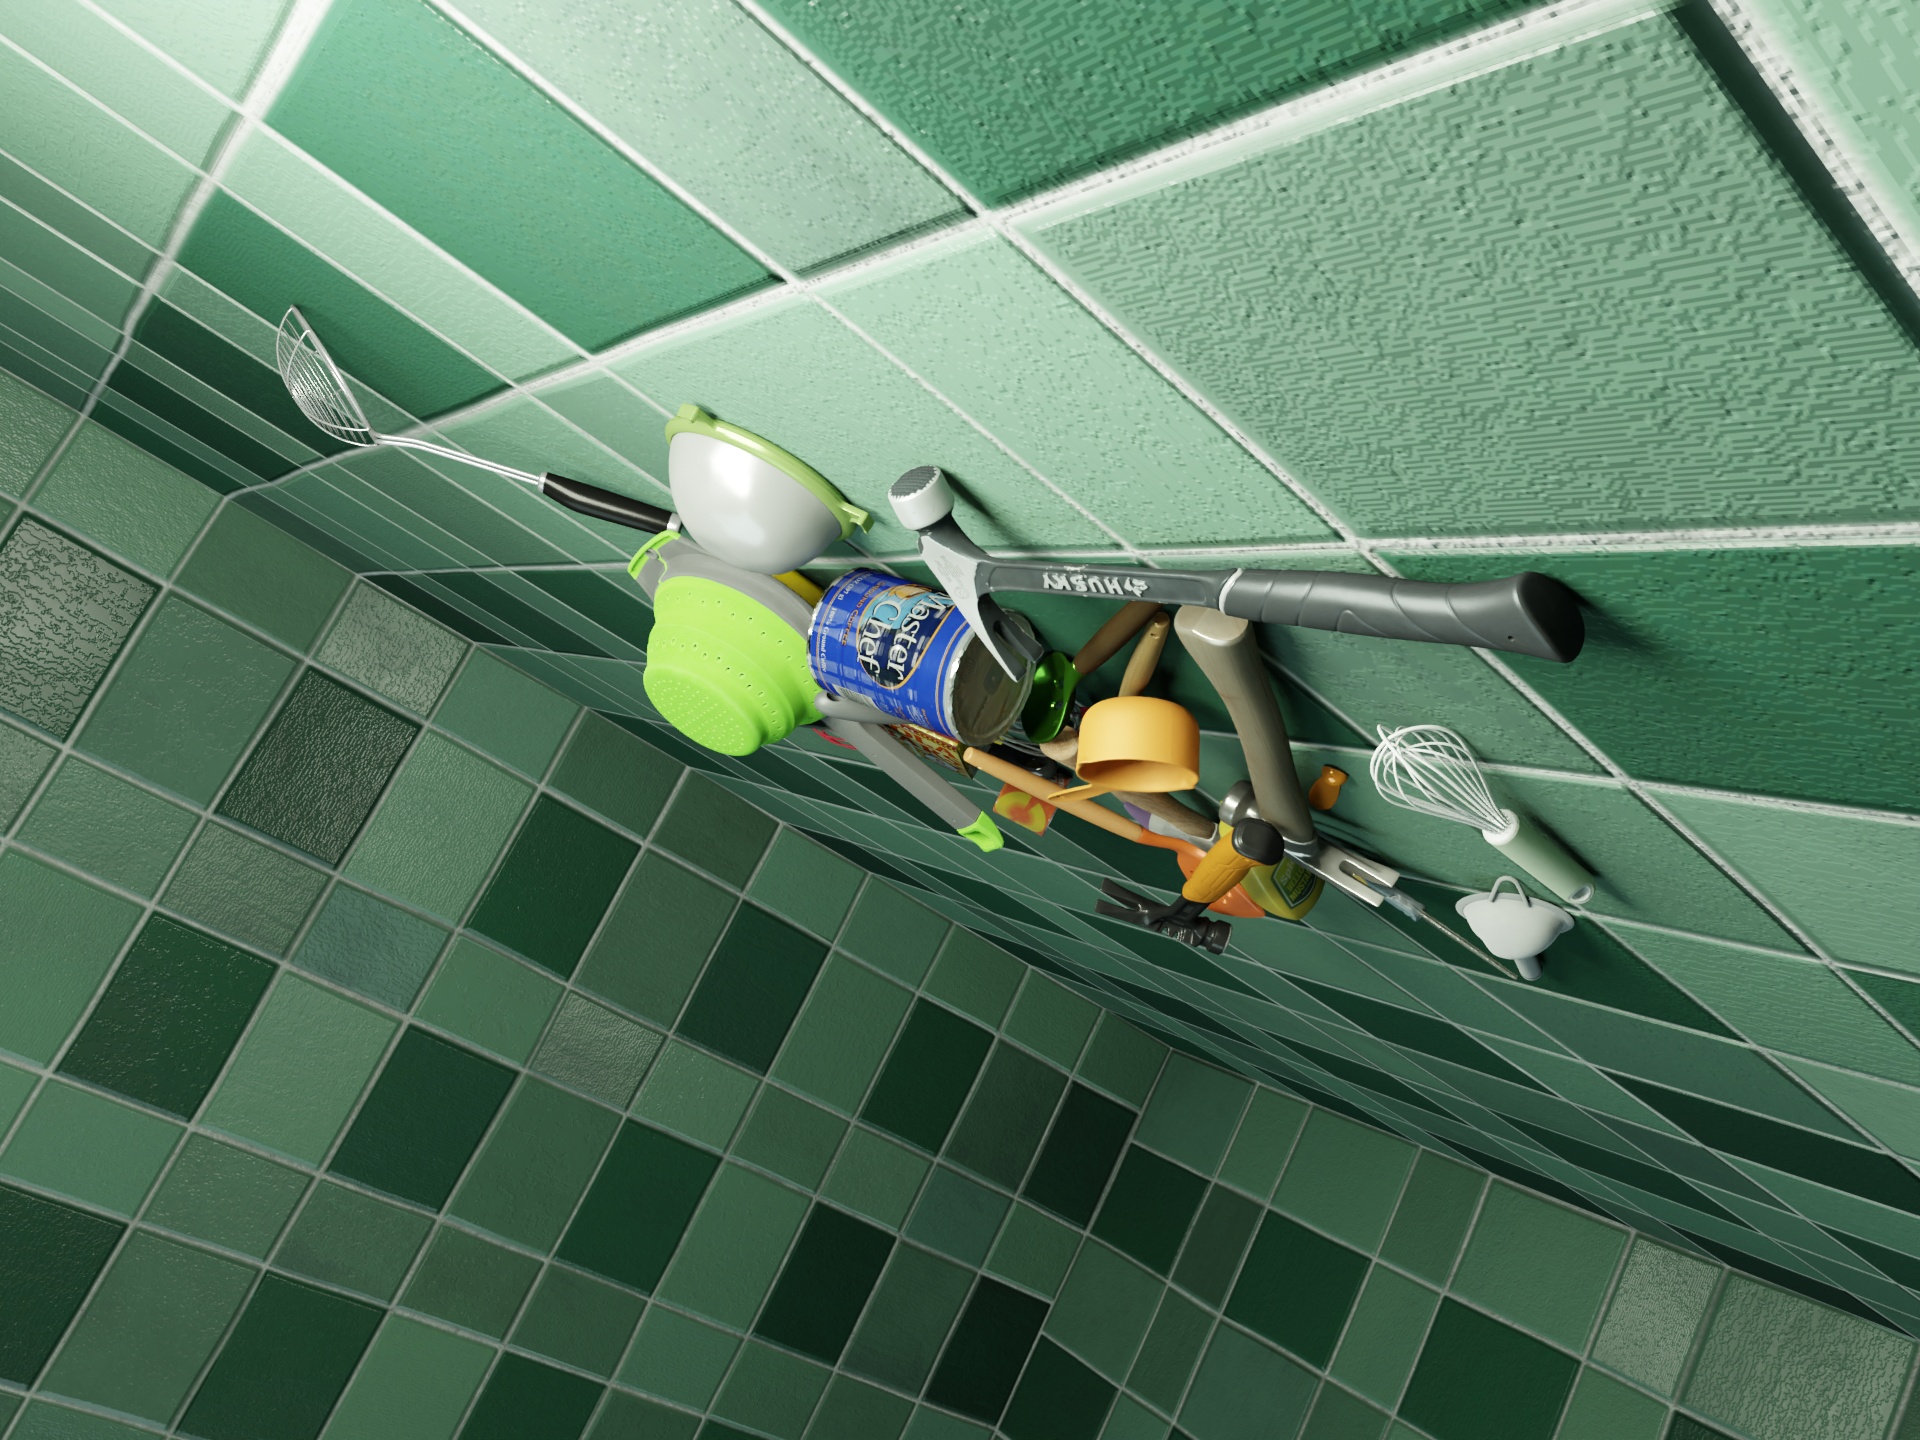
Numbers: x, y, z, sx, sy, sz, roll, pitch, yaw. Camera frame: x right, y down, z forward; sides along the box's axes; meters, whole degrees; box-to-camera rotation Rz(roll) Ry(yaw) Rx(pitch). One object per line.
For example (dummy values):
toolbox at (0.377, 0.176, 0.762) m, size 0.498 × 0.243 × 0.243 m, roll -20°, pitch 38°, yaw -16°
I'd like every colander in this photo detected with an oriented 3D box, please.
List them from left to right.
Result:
colander at (-0.130, 0.013, 1.322) m, size 0.397 × 0.094 × 0.204 m, roll 40°, pitch 151°, yaw -15°

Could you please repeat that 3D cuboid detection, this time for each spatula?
spatula at (0.133, 0.098, 1.384) m, size 0.322 × 0.041 × 0.081 m, roll 26°, pitch 165°, yaw -26°
spatula at (0.147, 0.061, 1.482) m, size 0.060 × 0.018 × 0.315 m, roll 18°, pitch 167°, yaw 35°

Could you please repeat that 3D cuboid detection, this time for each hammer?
hammer at (0.160, 0.065, 1.343) m, size 0.130 × 0.031 × 0.331 m, roll 16°, pitch 172°, yaw 35°
hammer at (0.198, 0.135, 1.327) m, size 0.127 × 0.034 × 0.336 m, roll 20°, pitch 162°, yaw 2°
hammer at (0.131, -0.066, 0.853) m, size 0.409 × 0.036 × 0.149 m, roll 11°, pitch 141°, yaw 45°
hammer at (0.217, 0.025, 1.084) m, size 0.146 × 0.038 × 0.410 m, roll 31°, pitch 170°, yaw 27°

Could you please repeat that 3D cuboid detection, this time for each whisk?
whisk at (-0.034, 0.014, 1.592) m, size 0.296 × 0.073 × 0.073 m, roll 15°, pitch 164°, yaw 28°
whisk at (-0.002, -0.003, 1.283) m, size 0.239 × 0.055 × 0.055 m, roll 5°, pitch 176°, yaw -19°
whisk at (0.339, 0.064, 1.012) m, size 0.246 × 0.058 × 0.059 m, roll 32°, pitch -158°, yaw -35°

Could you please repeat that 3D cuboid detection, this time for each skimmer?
skimmer at (-0.402, -0.247, 1.345) m, size 0.363 × 0.090 × 0.127 m, roll 18°, pitch 167°, yaw -5°

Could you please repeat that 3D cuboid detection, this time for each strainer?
strainer at (-0.173, -0.144, 1.171) m, size 0.151 × 0.069 × 0.256 m, roll 31°, pitch 167°, yaw -17°
strainer at (0.450, 0.181, 1.276) m, size 0.087 × 0.050 × 0.258 m, roll 5°, pitch 163°, yaw 26°

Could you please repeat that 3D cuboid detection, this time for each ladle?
ladle at (0.125, -0.023, 1.145) m, size 0.069 × 0.031 × 0.315 m, roll 22°, pitch 166°, yaw 5°

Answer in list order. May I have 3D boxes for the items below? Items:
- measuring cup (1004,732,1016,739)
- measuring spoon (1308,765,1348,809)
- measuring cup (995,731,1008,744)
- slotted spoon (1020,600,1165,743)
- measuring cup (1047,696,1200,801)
measuring cup at (-0.005, -0.030, 1.382) m, size 0.167 × 0.038 × 0.083 m, roll 31°, pitch 169°, yaw -31°
measuring spoon at (0.271, 0.054, 1.184) m, size 0.021 × 0.011 × 0.116 m, roll 25°, pitch 168°, yaw 12°
measuring cup at (-0.003, -0.008, 1.498) m, size 0.062 × 0.029 × 0.157 m, roll 33°, pitch 170°, yaw -26°
slotted spoon at (0.091, -0.043, 1.085) m, size 0.031 × 0.070 × 0.313 m, roll 6°, pitch 166°, yaw -10°
measuring cup at (0.110, 0.024, 1.173) m, size 0.095 × 0.052 × 0.173 m, roll 13°, pitch 164°, yaw -22°
